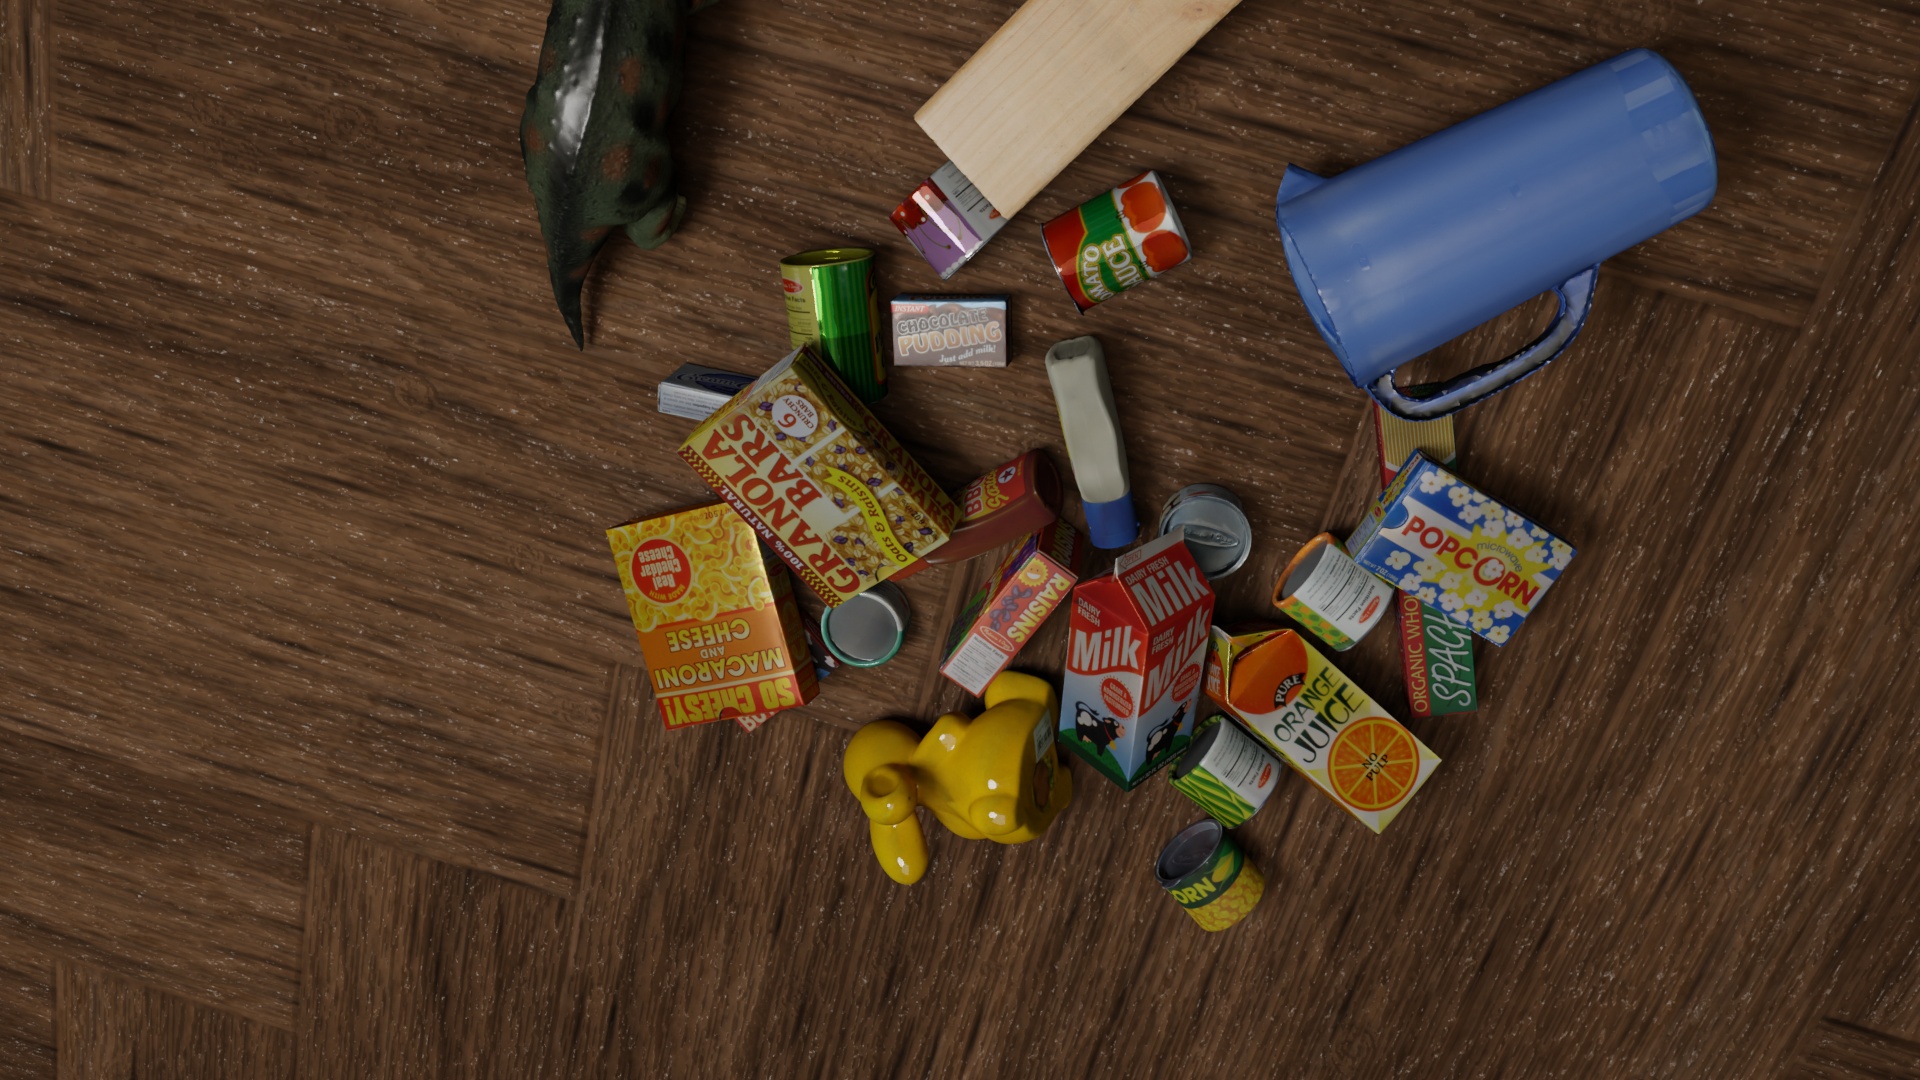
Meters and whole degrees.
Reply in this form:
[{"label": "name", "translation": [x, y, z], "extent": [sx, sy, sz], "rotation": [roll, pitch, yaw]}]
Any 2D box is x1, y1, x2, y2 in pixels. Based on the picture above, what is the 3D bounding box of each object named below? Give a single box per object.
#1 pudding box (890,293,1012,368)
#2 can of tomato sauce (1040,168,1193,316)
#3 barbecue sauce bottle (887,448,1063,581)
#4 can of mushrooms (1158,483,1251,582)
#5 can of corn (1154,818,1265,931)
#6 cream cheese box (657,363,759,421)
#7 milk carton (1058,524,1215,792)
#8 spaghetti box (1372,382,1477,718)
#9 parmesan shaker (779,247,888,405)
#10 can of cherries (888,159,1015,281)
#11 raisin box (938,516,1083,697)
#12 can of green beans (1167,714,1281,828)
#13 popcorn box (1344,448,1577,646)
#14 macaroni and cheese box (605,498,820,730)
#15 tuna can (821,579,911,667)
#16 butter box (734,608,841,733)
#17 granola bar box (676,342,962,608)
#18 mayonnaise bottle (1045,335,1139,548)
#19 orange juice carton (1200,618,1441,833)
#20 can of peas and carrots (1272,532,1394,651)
[{"label": "pudding box", "translation": [-0.006, -0.150, 0.987], "extent": [0.084, 0.030, 0.049], "rotation": [2, 110, 8]}, {"label": "can of tomato sauce", "translation": [0.106, -0.199, 0.930], "extent": [0.083, 0.071, 0.071], "rotation": [-24, 105, 16]}, {"label": "barbecue sauce bottle", "translation": [0.004, -0.013, 1.023], "extent": [0.148, 0.065, 0.043], "rotation": [-25, 123, 26]}, {"label": "can of mushrooms", "translation": [0.177, -0.004, 1.011], "extent": [0.071, 0.033, 0.070], "rotation": [3, 111, 7]}, {"label": "can of corn", "translation": [0.195, 0.265, 1.090], "extent": [0.071, 0.071, 0.058], "rotation": [-38, 102, 20]}, {"label": "cream cheese box", "translation": [-0.164, -0.103, 1.018], "extent": [0.104, 0.053, 0.024], "rotation": [12, 114, 5]}, {"label": "milk carton", "translation": [0.126, 0.078, 0.994], "extent": [0.073, 0.072, 0.189], "rotation": [34, 135, 37]}, {"label": "spaghetti box", "translation": [0.334, 0.012, 0.995], "extent": [0.050, 0.029, 0.249], "rotation": [-8, 109, 11]}, {"label": "parmesan shaker", "translation": [-0.089, -0.151, 0.984], "extent": [0.071, 0.071, 0.102], "rotation": [-2, 111, 10]}, {"label": "can of cherries", "translation": [-0.008, -0.218, 0.943], "extent": [0.071, 0.072, 0.058], "rotation": [-40, 100, 20]}, {"label": "raisin box", "translation": [0.038, 0.045, 1.023], "extent": [0.040, 0.086, 0.123], "rotation": [36, 112, -6]}, {"label": "can of green beans", "translation": [0.200, 0.175, 1.058], "extent": [0.058, 0.071, 0.071], "rotation": [38, 112, -5]}, {"label": "popcorn box", "translation": [0.342, 0.005, 0.953], "extent": [0.127, 0.038, 0.085], "rotation": [29, 110, -7]}, {"label": "macaroni and cheese box", "translation": [-0.190, 0.055, 1.071], "extent": [0.123, 0.040, 0.166], "rotation": [-12, 98, 18]}, {"label": "tuna can", "translation": [-0.075, 0.065, 1.078], "extent": [0.071, 0.033, 0.070], "rotation": [3, 110, 8]}, {"label": "butter box", "translation": [-0.148, 0.105, 1.109], "extent": [0.103, 0.024, 0.053], "rotation": [-38, 100, 19]}, {"label": "granola bar box", "translation": [-0.099, -0.040, 0.981], "extent": [0.124, 0.039, 0.165], "rotation": [-31, 111, 33]}, {"label": "mayonnaise bottle", "translation": [0.095, -0.067, 0.987], "extent": [0.041, 0.065, 0.147], "rotation": [-11, 112, 11]}, {"label": "orange juice carton", "translation": [0.247, 0.121, 1.016], "extent": [0.192, 0.072, 0.073], "rotation": [40, 88, -7]}, {"label": "can of peas and carrots", "translation": [0.266, 0.036, 0.997], "extent": [0.059, 0.071, 0.070], "rotation": [36, 112, -5]}]
